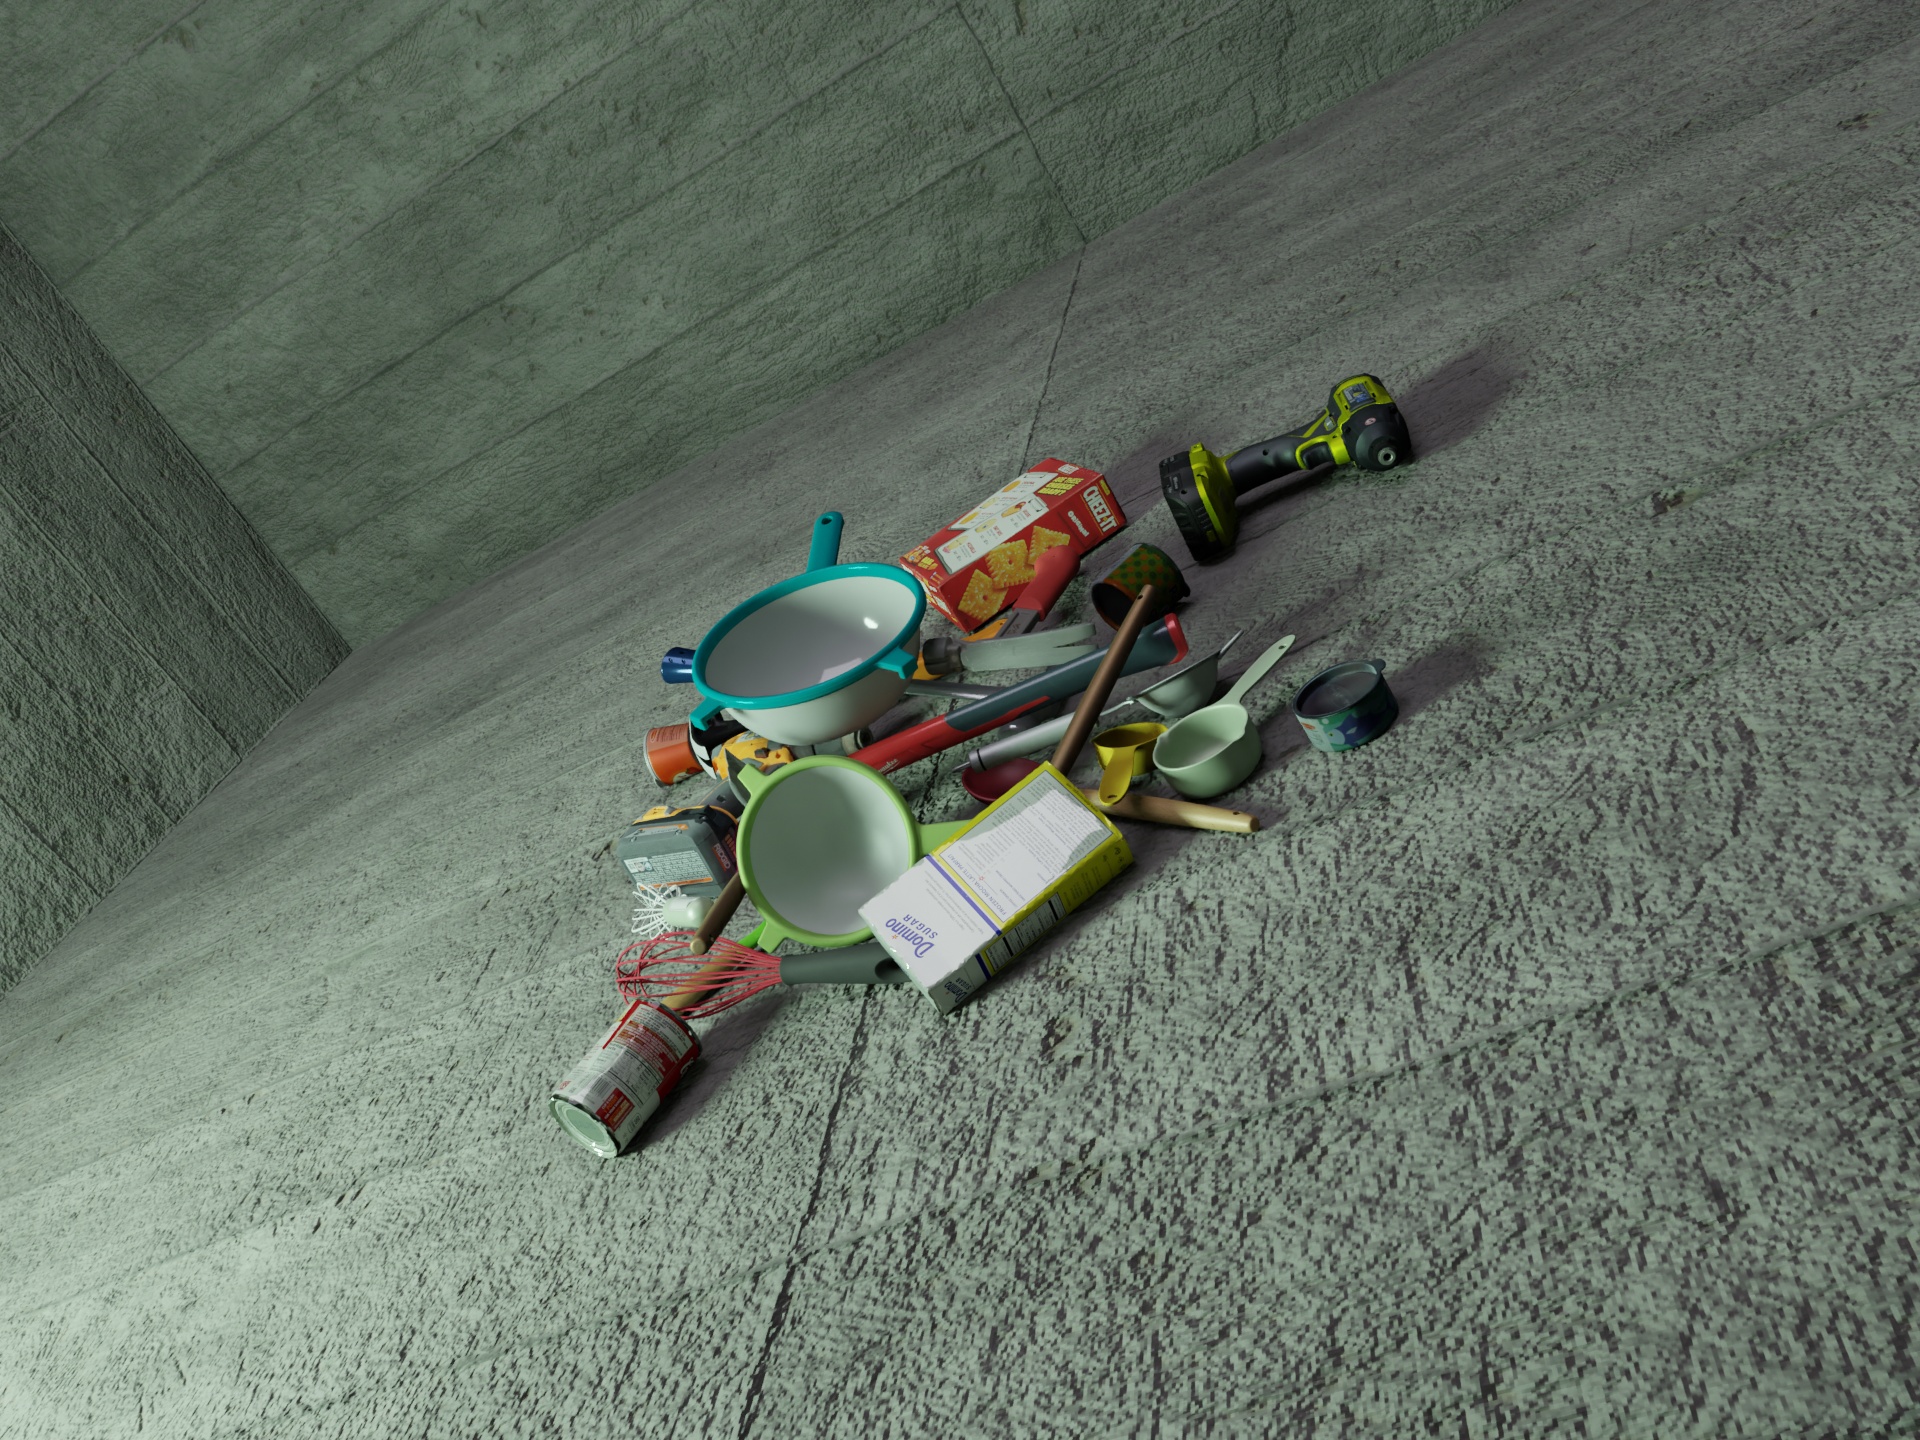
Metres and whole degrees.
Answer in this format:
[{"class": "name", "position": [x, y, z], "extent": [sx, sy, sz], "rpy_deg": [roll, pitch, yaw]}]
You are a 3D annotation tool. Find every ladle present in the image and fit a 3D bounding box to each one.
[{"class": "ladle", "position": [0.107, 0.059, 1.194], "extent": [0.069, 0.031, 0.315], "rpy_deg": [-26, 18, -31]}]

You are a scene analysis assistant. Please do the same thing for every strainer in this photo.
[{"class": "strainer", "position": [-0.118, -0.078, 1.430], "extent": [0.211, 0.095, 0.341], "rpy_deg": [-14, 31, 9]}, {"class": "strainer", "position": [0.111, -0.003, 1.263], "extent": [0.258, 0.050, 0.087], "rpy_deg": [-21, -2, 12]}, {"class": "strainer", "position": [-0.047, 0.095, 1.259], "extent": [0.256, 0.151, 0.069], "rpy_deg": [-7, -1, 12]}]

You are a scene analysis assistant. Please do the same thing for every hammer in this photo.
[{"class": "hammer", "position": [0.079, -0.110, 1.477], "extent": [0.149, 0.036, 0.359], "rpy_deg": [-6, 17, 15]}, {"class": "hammer", "position": [-0.098, -0.030, 1.538], "extent": [0.337, 0.034, 0.127], "rpy_deg": [-19, 21, -5]}, {"class": "hammer", "position": [-0.002, -0.004, 1.296], "extent": [0.386, 0.143, 0.038], "rpy_deg": [-23, 57, 15]}, {"class": "hammer", "position": [-0.095, -0.039, 1.477], "extent": [0.405, 0.035, 0.144], "rpy_deg": [6, 38, 24]}]

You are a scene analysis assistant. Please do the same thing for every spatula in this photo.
[{"class": "spatula", "position": [0.081, 0.027, 1.203], "extent": [0.060, 0.018, 0.316], "rpy_deg": [5, 60, 49]}]

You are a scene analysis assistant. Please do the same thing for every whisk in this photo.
[{"class": "whisk", "position": [-0.242, 0.161, 1.348], "extent": [0.058, 0.059, 0.246], "rpy_deg": [-37, 7, -20]}, {"class": "whisk", "position": [-0.147, 0.190, 1.206], "extent": [0.296, 0.073, 0.073], "rpy_deg": [-9, 31, 29]}]

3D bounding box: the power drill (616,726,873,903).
[{"class": "power drill", "position": [-0.197, 0.073, 1.512], "extent": [0.185, 0.084, 0.226], "rpy_deg": [-10, 26, 35]}]

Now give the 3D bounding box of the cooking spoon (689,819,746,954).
[{"class": "cooking spoon", "position": [-0.180, 0.135, 1.285], "extent": [0.017, 0.068, 0.319], "rpy_deg": [-22, 8, 6]}]

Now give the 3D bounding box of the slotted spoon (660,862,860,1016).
[{"class": "slotted spoon", "position": [-0.203, 0.208, 1.305], "extent": [0.314, 0.031, 0.070], "rpy_deg": [-40, 23, -13]}]

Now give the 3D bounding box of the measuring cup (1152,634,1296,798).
[{"class": "measuring cup", "position": [0.209, -0.003, 1.173], "extent": [0.083, 0.038, 0.167], "rpy_deg": [-3, 35, 51]}]

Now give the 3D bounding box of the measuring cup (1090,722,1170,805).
[{"class": "measuring cup", "position": [0.122, 0.041, 1.171], "extent": [0.062, 0.029, 0.156], "rpy_deg": [-8, 19, 16]}]

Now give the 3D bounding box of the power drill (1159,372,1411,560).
[{"class": "power drill", "position": [0.305, -0.239, 1.486], "extent": [0.223, 0.080, 0.171], "rpy_deg": [-23, 24, 15]}]
